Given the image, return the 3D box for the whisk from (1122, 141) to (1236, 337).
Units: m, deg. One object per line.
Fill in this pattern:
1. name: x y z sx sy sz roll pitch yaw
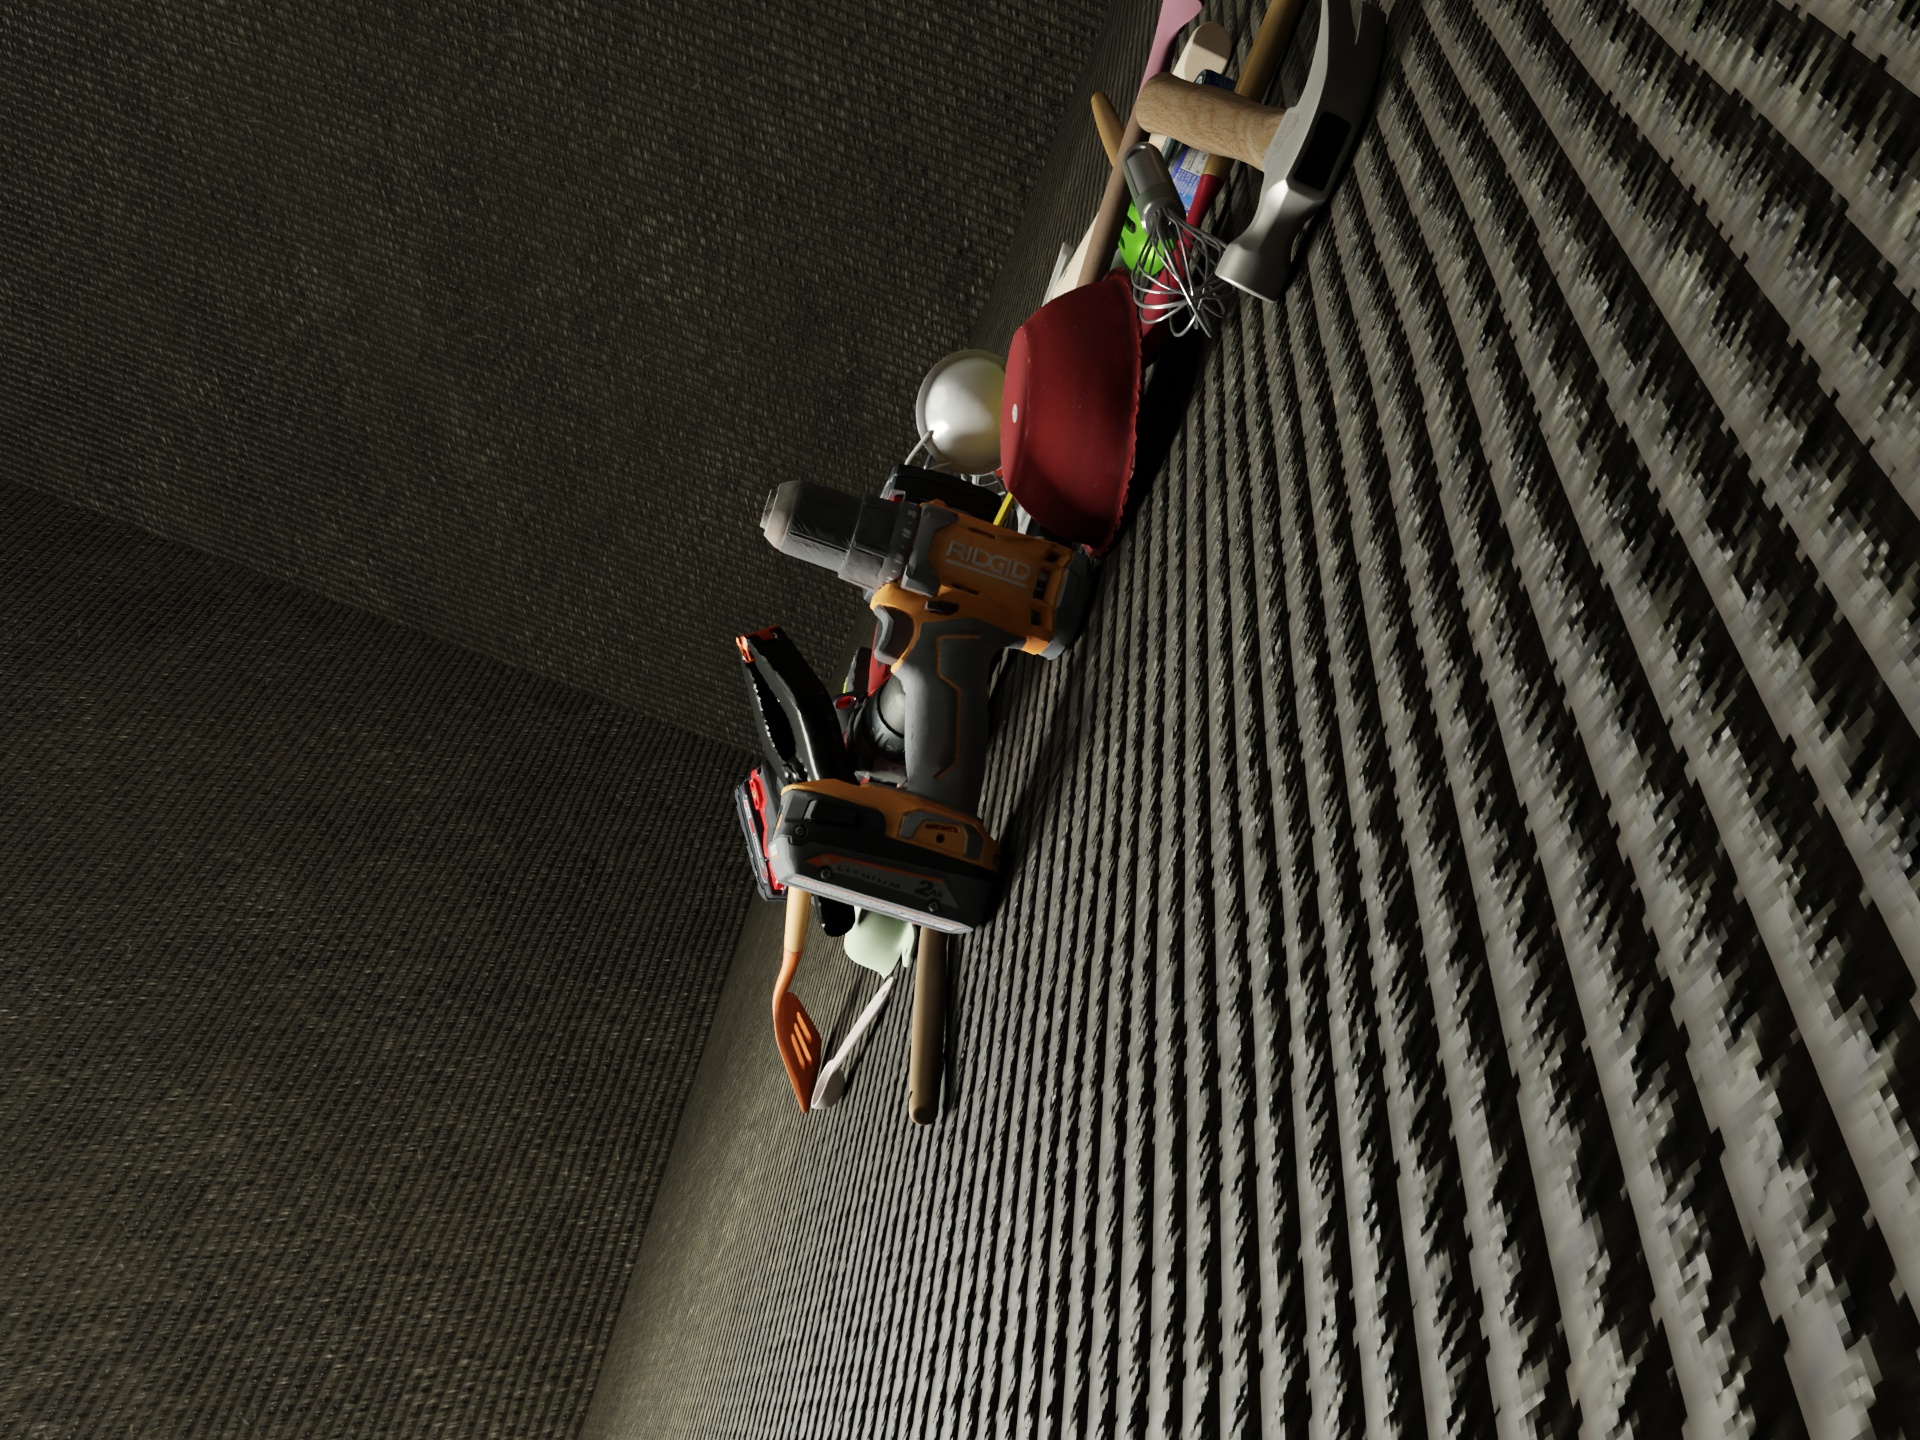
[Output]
1. whisk: 0.112 -0.272 0.869 0.058 0.059 0.247 -26 32 16

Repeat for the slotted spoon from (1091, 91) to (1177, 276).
1. slotted spoon: 0.120 -0.411 1.174 0.314 0.031 0.070 -94 19 -52

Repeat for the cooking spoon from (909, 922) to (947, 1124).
1. cooking spoon: -0.016 0.133 0.908 0.319 0.017 0.068 -87 19 -69

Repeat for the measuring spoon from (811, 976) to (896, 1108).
1. measuring spoon: -0.068 0.222 1.086 0.124 0.018 0.034 -58 12 26

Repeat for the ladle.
1. ladle: 0.156 -0.340 0.926 0.315 0.031 0.069 -67 17 4

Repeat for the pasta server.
1. pasta server: 0.117 -0.360 1.003 0.060 0.040 0.316 -116 43 -80

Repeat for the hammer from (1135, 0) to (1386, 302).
1. hammer: 0.138 -0.310 0.820 0.332 0.031 0.130 -103 36 -64

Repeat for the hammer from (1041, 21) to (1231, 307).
1. hammer: 0.134 -0.434 1.314 0.410 0.038 0.146 132 159 -69

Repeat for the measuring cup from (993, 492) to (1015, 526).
1. measuring cup: 0.065 -0.180 1.055 0.156 0.029 0.062 -61 10 -5

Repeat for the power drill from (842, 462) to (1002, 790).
1. power drill: -0.031 -0.059 1.063 0.187 0.080 0.227 125 158 -59

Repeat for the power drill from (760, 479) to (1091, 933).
1. power drill: -0.041 -0.015 0.868 0.084 0.185 0.226 142 145 -74

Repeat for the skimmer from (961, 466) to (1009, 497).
1. skimmer: 0.037 -0.167 1.306 0.363 0.090 0.127 102 -167 -67

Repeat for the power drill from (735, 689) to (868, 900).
1. power drill: -0.103 0.073 1.295 0.219 0.078 0.143 -36 67 57

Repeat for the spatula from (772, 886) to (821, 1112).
1. spatula: -0.113 0.151 1.186 0.081 0.041 0.322 -81 0 -59

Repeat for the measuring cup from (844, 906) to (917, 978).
1. measuring cup: -0.051 0.138 1.067 0.167 0.038 0.083 -153 84 -85

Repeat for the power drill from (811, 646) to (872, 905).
1. power drill: -0.092 0.061 1.461 0.171 0.080 0.223 -88 16 -55

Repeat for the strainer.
1. strainer: 0.056 -0.262 1.119 0.258 0.086 0.050 -49 26 -15

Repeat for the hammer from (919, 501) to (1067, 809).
1. hammer: -0.002 -0.004 1.122 0.146 0.035 0.334 -85 17 -63
